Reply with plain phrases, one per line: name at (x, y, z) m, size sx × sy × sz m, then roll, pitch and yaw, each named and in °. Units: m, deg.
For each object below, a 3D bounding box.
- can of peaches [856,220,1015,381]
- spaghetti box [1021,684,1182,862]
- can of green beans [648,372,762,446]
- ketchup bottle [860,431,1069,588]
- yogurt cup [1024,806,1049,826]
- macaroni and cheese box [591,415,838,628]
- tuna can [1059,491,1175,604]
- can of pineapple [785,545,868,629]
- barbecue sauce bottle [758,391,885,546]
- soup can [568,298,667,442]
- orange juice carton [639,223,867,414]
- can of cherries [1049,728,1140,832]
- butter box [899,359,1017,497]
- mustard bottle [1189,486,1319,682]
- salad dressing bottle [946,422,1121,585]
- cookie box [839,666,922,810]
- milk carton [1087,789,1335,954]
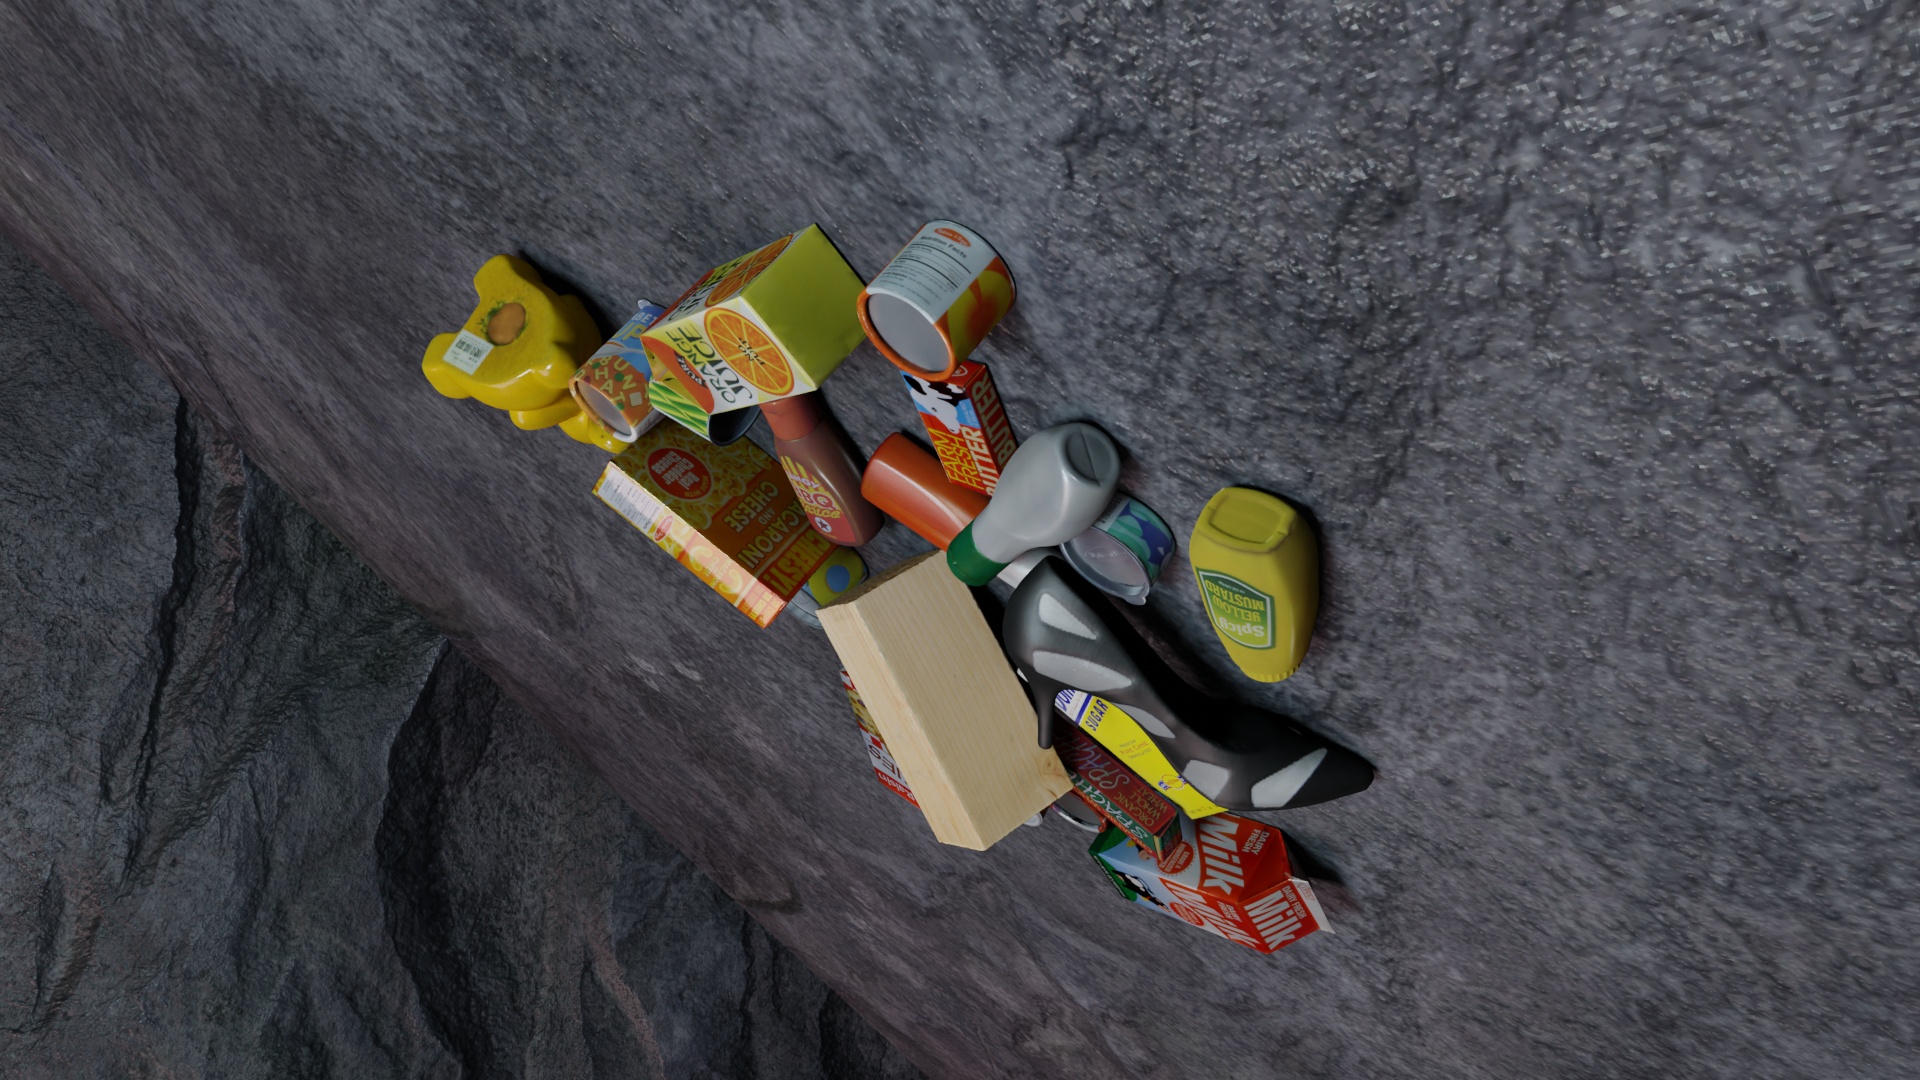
can of peaches at (-0.013, -0.126, 0.748) m, size 0.071 × 0.058 × 0.071 m, roll 30°, pitch 153°, yaw 17°
spaghetti box at (0.074, 0.160, 1.098) m, size 0.250 × 0.029 × 0.050 m, roll 37°, pitch 159°, yaw 33°
can of green beans at (-0.180, -0.110, 0.997) m, size 0.058 × 0.071 × 0.071 m, roll 31°, pitch 154°, yaw 18°
ketchup bottle at (0.003, -0.012, 0.939) m, size 0.149 × 0.044 × 0.064 m, roll 34°, pitch 154°, yaw 9°
yogurt cup at (0.057, 0.213, 1.238) m, size 0.072 × 0.054 × 0.072 m, roll 31°, pitch 154°, yaw 17°
macaroni and cheese box at (-0.179, -0.024, 1.072) m, size 0.166 × 0.124 × 0.040 m, roll 39°, pitch 127°, yaw -2°
tuna can at (0.097, 0.004, 0.851) m, size 0.071 × 0.033 × 0.070 m, roll 31°, pitch 154°, yaw 17°
can of pineapple at (-0.121, 0.030, 1.164) m, size 0.071 × 0.058 × 0.070 m, roll 30°, pitch 154°, yaw 17°
barbecue sauce bottle at (-0.105, -0.060, 1.005) m, size 0.065 × 0.044 × 0.148 m, roll 22°, pitch 150°, yaw 35°
soup can at (-0.240, -0.126, 1.029) m, size 0.071 × 0.084 × 0.071 m, roll 31°, pitch 154°, yaw 17°
orange juice carton at (-0.138, -0.135, 0.889) m, size 0.073 × 0.072 × 0.192 m, roll 51°, pitch 153°, yaw -23°
can of cherries at (0.104, 0.195, 1.138) m, size 0.071 × 0.058 × 0.071 m, roll 31°, pitch 155°, yaw 16°
butter box at (0.004, -0.071, 0.861) m, size 0.053 × 0.024 × 0.103 m, roll 20°, pitch 149°, yaw 36°
mustard bottle at (0.172, 0.038, 0.788) m, size 0.065 × 0.049 × 0.159 m, roll 22°, pitch 151°, yaw 35°
salad dressing bottle at (0.039, -0.017, 0.836) m, size 0.147 × 0.044 × 0.064 m, roll -42°, pitch 58°, yaw 52°
cookie box at (-0.032, 0.180, 1.206) m, size 0.123 × 0.040 × 0.166 m, roll 28°, pitch 148°, yaw 34°
milk carton at (0.203, 0.263, 1.100) m, size 0.190 × 0.074 × 0.072 m, roll 10°, pitch 143°, yaw 46°
